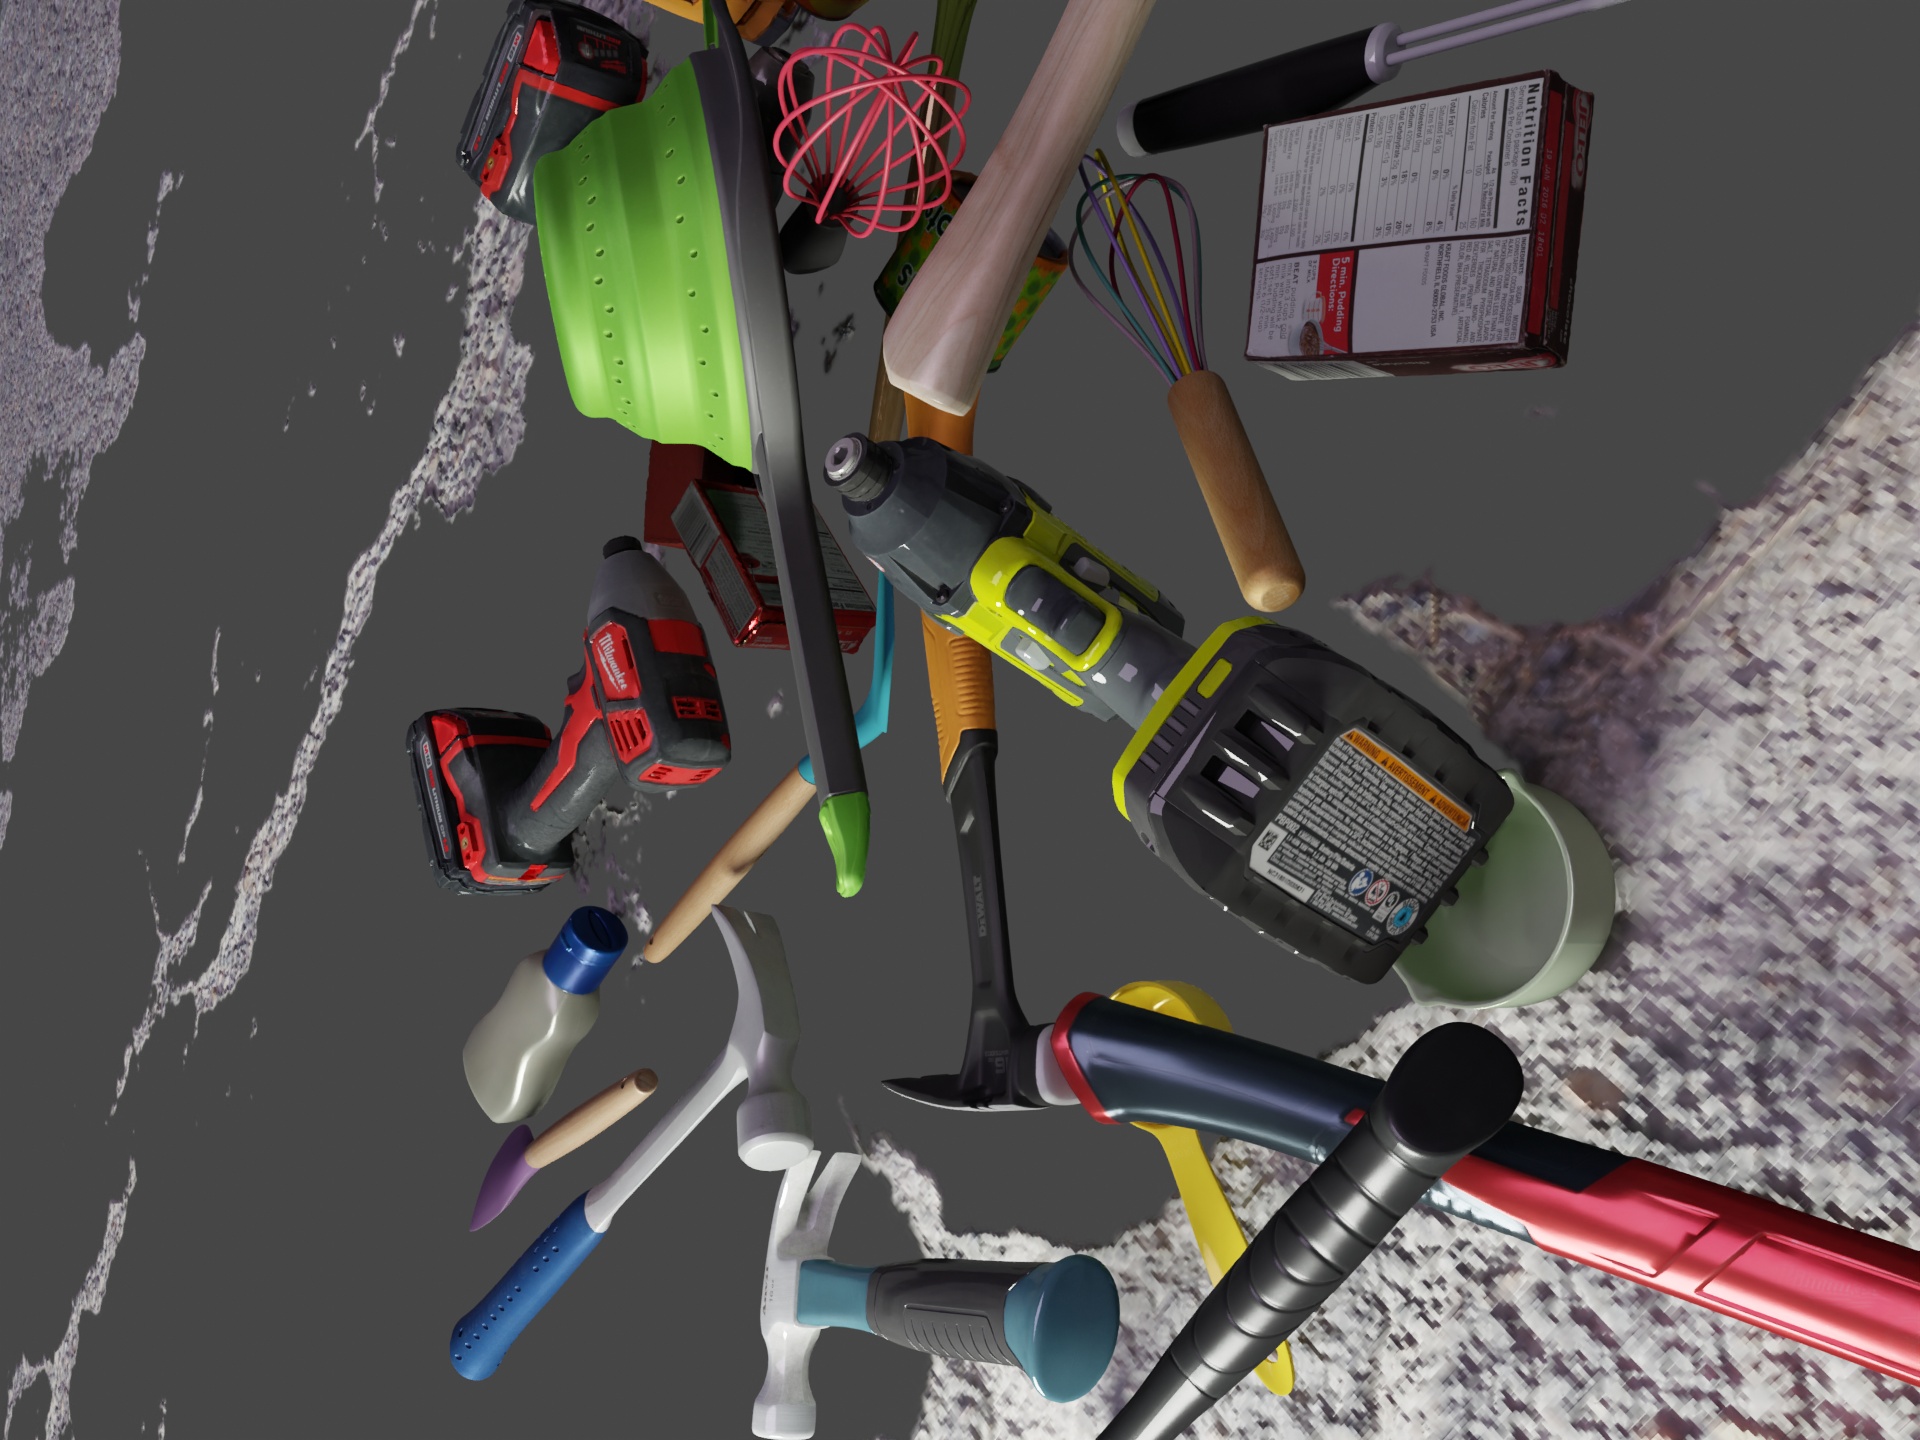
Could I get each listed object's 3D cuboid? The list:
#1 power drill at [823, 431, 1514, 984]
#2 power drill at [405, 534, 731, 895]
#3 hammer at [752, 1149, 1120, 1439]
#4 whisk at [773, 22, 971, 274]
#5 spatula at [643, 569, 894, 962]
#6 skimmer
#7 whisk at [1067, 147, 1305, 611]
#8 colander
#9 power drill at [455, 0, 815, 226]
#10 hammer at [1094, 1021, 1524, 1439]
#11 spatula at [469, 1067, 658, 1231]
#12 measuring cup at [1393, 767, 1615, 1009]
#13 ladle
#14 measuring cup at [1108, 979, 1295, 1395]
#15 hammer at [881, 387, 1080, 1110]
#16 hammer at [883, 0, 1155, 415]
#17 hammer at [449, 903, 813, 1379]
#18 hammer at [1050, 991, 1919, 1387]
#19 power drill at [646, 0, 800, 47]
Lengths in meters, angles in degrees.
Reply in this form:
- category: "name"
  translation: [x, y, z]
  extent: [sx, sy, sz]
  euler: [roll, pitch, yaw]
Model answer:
- category: "power drill"
  translation: [0.055, -0.019, 0.528]
  extent: [0.080, 0.171, 0.223]
  euler: [-55, 42, 6]
- category: "power drill"
  translation: [-0.220, 0.002, 0.894]
  extent: [0.219, 0.078, 0.143]
  euler: [-33, 66, 36]
- category: "hammer"
  translation: [-0.024, 0.233, 0.633]
  extent: [0.331, 0.033, 0.128]
  euler: [143, 133, -62]
- category: "whisk"
  translation: [-0.050, -0.221, 0.664]
  extent: [0.296, 0.073, 0.073]
  euler: [-156, 72, -77]
- category: "spatula"
  translation: [-0.095, 0.034, 0.778]
  extent: [0.317, 0.044, 0.082]
  euler: [-48, 34, 38]
- category: "skimmer"
  translation: [0.176, -0.253, 0.501]
  extent: [0.363, 0.090, 0.127]
  euler: [4, 51, 48]
- category: "whisk"
  translation: [0.083, -0.132, 0.584]
  extent: [0.047, 0.051, 0.245]
  euler: [108, 156, -48]
- category: "colander"
  translation: [-0.114, -0.115, 0.671]
  extent: [0.204, 0.094, 0.397]
  euler: [110, 149, -73]
- category: "power drill"
  translation: [-0.173, -0.308, 0.862]
  extent: [0.227, 0.080, 0.187]
  euler: [50, 121, 30]
- category: "hammer"
  translation: [0.074, 0.217, 0.521]
  extent: [0.035, 0.146, 0.334]
  euler: [44, 123, 23]
- category: "spatula"
  translation: [-0.225, 0.232, 0.877]
  extent: [0.316, 0.018, 0.060]
  euler: [-39, 33, 51]
- category: "measuring cup"
  translation: [0.152, 0.041, 0.554]
  extent: [0.168, 0.038, 0.083]
  euler: [33, 109, 53]
- category: "ladle"
  translation: [-0.018, -0.263, 0.719]
  extent: [0.078, 0.062, 0.320]
  euler: [14, 102, 19]
- category: "measuring cup"
  translation: [0.098, 0.173, 0.604]
  extent: [0.062, 0.029, 0.157]
  euler: [-36, 67, 38]
- category: "hammer"
  translation: [-0.001, -0.002, 0.695]
  extent: [0.127, 0.034, 0.337]
  euler: [-23, 69, 56]
- category: "hammer"
  translation: [0.079, -0.305, 0.588]
  extent: [0.146, 0.038, 0.410]
  euler: [30, 99, 41]
- category: "hammer"
  translation: [-0.191, 0.255, 0.862]
  extent: [0.405, 0.035, 0.144]
  euler: [-49, 37, 36]
- category: "hammer"
  translation: [0.192, 0.131, 0.482]
  extent: [0.386, 0.038, 0.143]
  euler: [12, 95, 39]
- category: "power drill"
  translation: [-0.179, -0.462, 0.800]
  extent: [0.084, 0.185, 0.226]
  euler: [-32, 63, 41]
